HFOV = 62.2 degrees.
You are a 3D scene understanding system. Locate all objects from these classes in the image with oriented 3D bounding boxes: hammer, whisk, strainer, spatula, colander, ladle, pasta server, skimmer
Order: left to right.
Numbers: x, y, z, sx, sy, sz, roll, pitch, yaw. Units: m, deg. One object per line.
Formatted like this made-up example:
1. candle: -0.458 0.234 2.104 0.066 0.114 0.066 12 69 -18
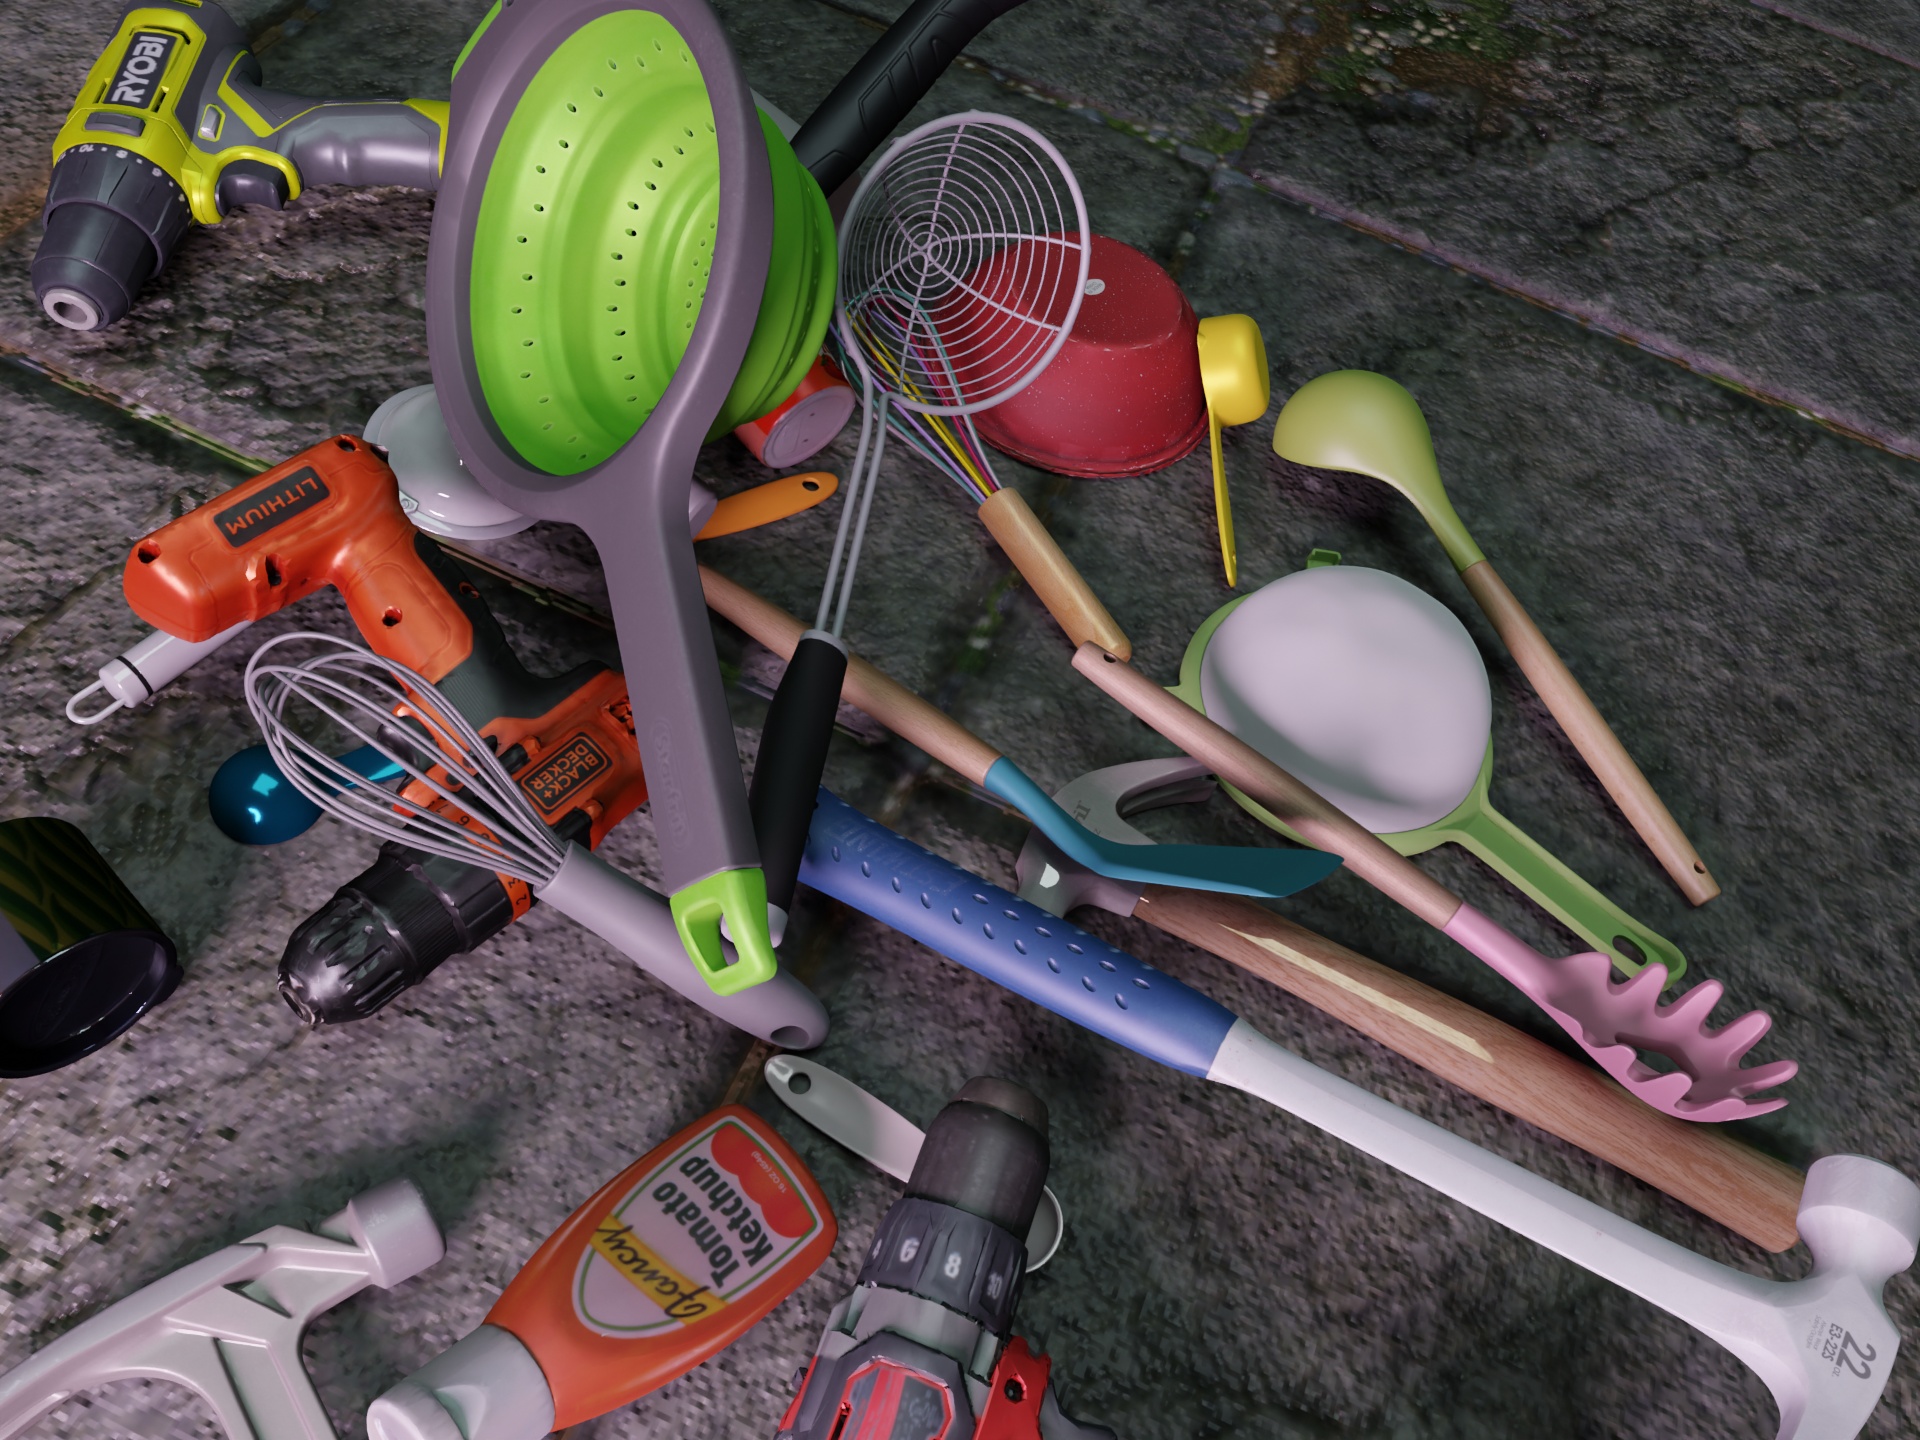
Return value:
1. strainer: -0.258 -0.079 0.668 0.087 0.050 0.258 42 59 3
2. hammer: -0.139 0.303 0.420 0.149 0.036 0.359 -26 64 -28
3. whisk: -0.136 0.049 0.545 0.238 0.055 0.055 38 49 -23
4. colander: -0.095 -0.098 0.592 0.094 0.204 0.397 2 68 -47
5. hammer: -0.077 -0.246 0.714 0.146 0.035 0.335 39 81 3
6. skimmer: -0.021 -0.085 0.625 0.127 0.090 0.364 40 49 -39
7. spatula: -0.001 -0.002 0.642 0.318 0.044 0.082 32 21 23
8. whisk: 0.008 -0.120 0.761 0.051 0.047 0.245 -29 70 -16
9. hammer: 0.096 0.119 0.538 0.406 0.035 0.144 25 49 22
10. pasta server: 0.177 0.056 0.634 0.316 0.040 0.060 36 43 14
11. hammer: 0.178 0.116 0.635 0.331 0.031 0.130 27 54 6
12. strainer: 0.215 0.015 0.692 0.256 0.069 0.151 42 56 19
13. ladle: 0.258 -0.046 0.773 0.078 0.062 0.320 -19 68 -27

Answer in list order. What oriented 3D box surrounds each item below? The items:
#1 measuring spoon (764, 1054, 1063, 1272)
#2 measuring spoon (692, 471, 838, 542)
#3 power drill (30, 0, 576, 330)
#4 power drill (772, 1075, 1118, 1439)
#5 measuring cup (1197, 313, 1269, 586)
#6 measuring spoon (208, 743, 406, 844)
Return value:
1. measuring spoon: -0.019 0.157 0.572 0.124 0.018 0.034 29 64 16
2. measuring spoon: -0.106 -0.097 0.732 0.117 0.011 0.021 -23 63 -27
3. power drill: -0.308 -0.252 0.757 0.228 0.080 0.191 6 59 -6
4. power drill: 0.060 0.228 0.491 0.227 0.080 0.188 20 59 5
5. measuring cup: 0.141 -0.137 0.797 0.029 0.062 0.157 -9 62 19
6. measuring spoon: -0.226 0.010 0.619 0.128 0.021 0.042 -21 62 -25
